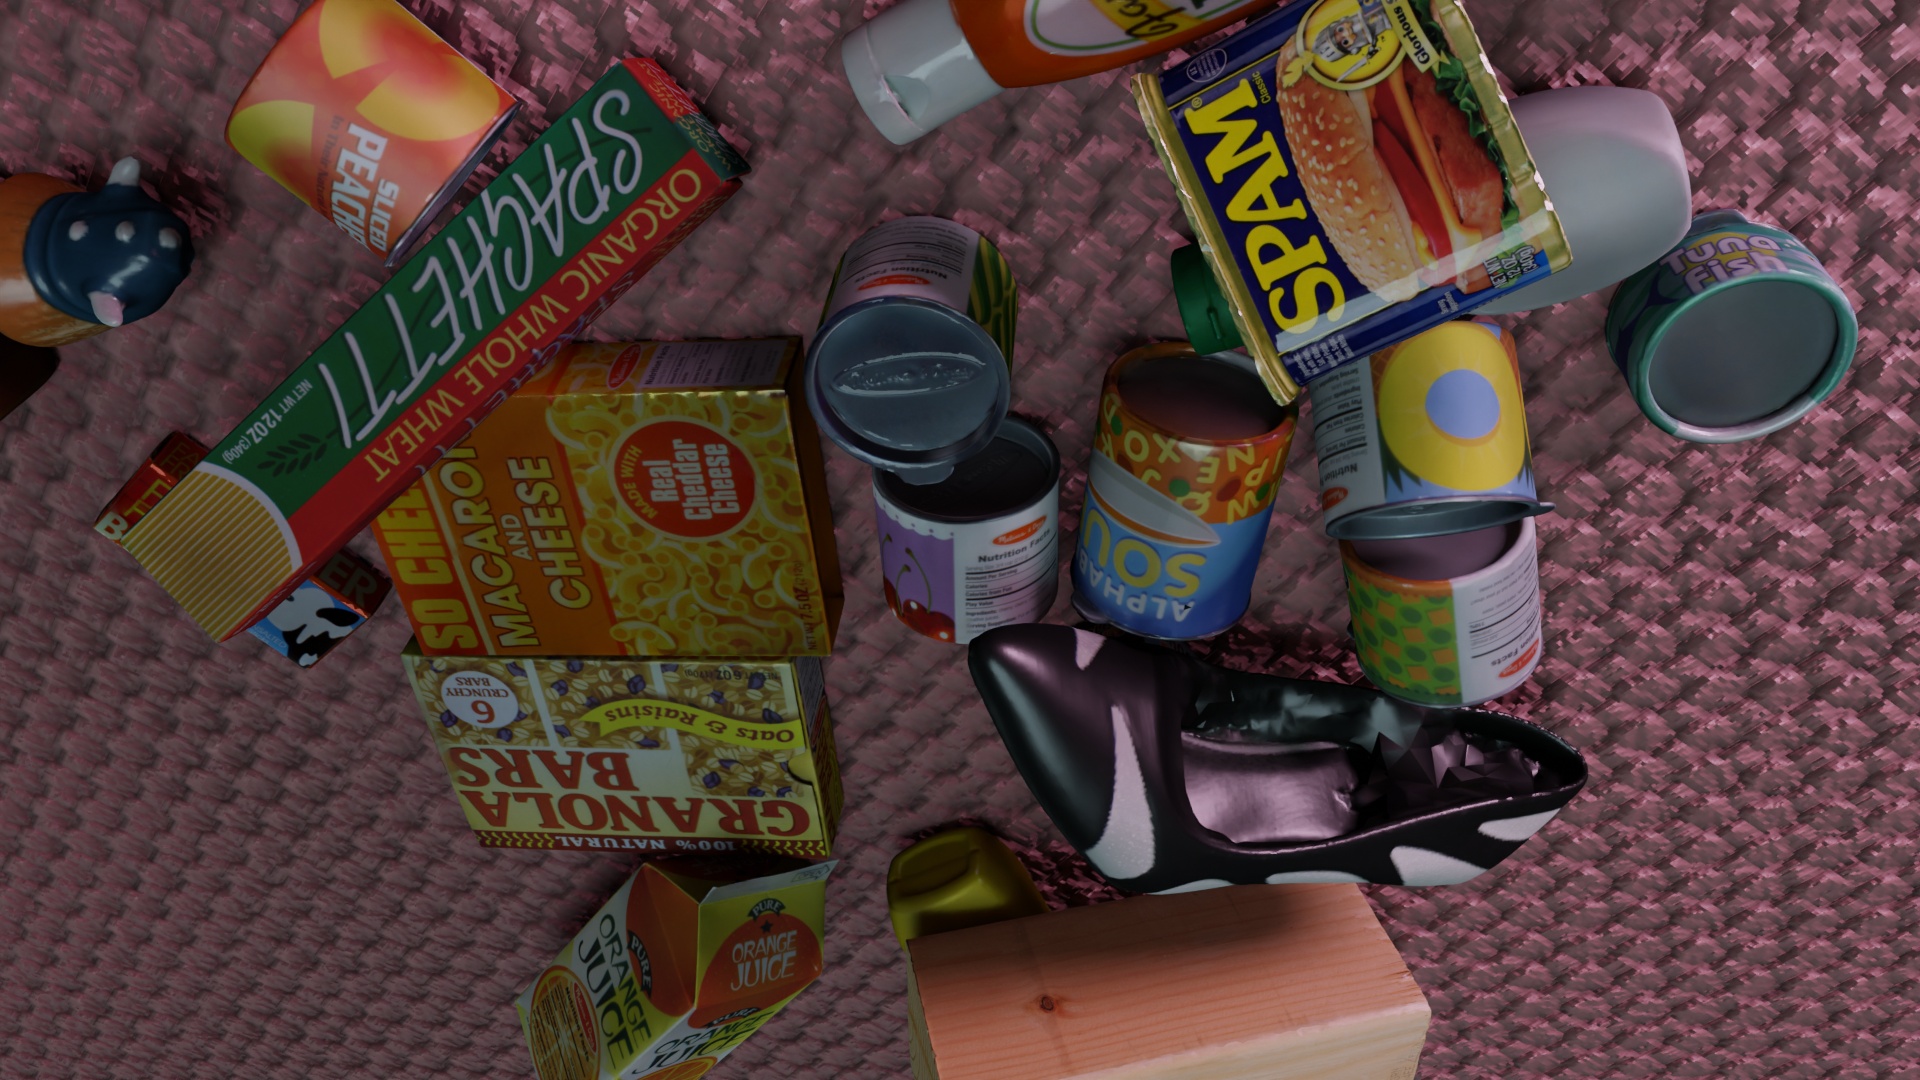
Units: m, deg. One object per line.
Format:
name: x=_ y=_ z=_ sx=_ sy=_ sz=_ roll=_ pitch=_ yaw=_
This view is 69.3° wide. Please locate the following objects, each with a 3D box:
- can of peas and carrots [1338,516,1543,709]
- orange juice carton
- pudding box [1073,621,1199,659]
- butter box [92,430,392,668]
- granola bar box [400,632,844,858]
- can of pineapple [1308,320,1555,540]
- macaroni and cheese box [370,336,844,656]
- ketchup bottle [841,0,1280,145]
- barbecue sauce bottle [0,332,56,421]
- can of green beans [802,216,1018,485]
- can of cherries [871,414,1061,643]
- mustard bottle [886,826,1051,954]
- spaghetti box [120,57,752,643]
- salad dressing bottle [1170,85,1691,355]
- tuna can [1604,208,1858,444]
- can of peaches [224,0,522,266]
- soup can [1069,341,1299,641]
can of peas and carrots: x=0.171 y=0.016 z=0.501 sx=0.071 sy=0.071 sz=0.058 roll=-10 pitch=126 yaw=14
orange juice carton: x=-0.134 y=0.204 z=0.660 sx=0.072 sy=0.073 sz=0.191 roll=2 pitch=141 yaw=-45
pudding box: x=0.078 y=0.067 z=0.572 sx=0.049 sy=0.030 sz=0.083 roll=-31 pitch=119 yaw=25
butter box: x=-0.293 y=0.006 z=0.569 sx=0.053 sy=0.024 sz=0.103 roll=-33 pitch=118 yaw=28
granola bar box: x=-0.142 y=0.084 z=0.605 sx=0.165 sy=0.039 sz=0.123 roll=0 pitch=129 yaw=6
can of pineapple: x=0.150 y=-0.034 z=0.450 sx=0.071 sy=0.058 sz=0.071 roll=-3 pitch=170 yaw=-1
macaroni and cheese box: x=-0.135 y=-0.013 z=0.526 sx=0.166 sy=0.040 sz=0.123 roll=0 pitch=127 yaw=6
ketchup bottle: x=0.037 y=-0.161 z=0.388 sx=0.148 sy=0.044 sz=0.064 roll=-22 pitch=129 yaw=23
barbecue sauce bottle: x=-0.380 y=-0.027 z=0.472 sx=0.065 sy=0.149 sz=0.043 roll=-8 pitch=127 yaw=13
can of green beans: x=-0.015 y=-0.066 z=0.460 sx=0.071 sy=0.058 sz=0.071 roll=3 pitch=128 yaw=4
can of cherries: x=0.002 y=-0.006 z=0.503 sx=0.071 sy=0.072 sz=0.058 roll=1 pitch=129 yaw=5
mustard bottle: x=0.022 y=0.206 z=0.676 sx=0.065 sy=0.049 sz=0.159 roll=-22 pitch=123 yaw=13
spaghetti box: x=-0.177 y=-0.058 z=0.460 sx=0.249 sy=0.029 sz=0.050 roll=-38 pitch=99 yaw=14
salad dressing bottle: x=0.141 y=-0.094 z=0.431 sx=0.147 sy=0.044 sz=0.064 roll=-14 pitch=126 yaw=18
tuna can: x=0.246 y=-0.068 z=0.446 sx=0.071 sy=0.033 sz=0.070 roll=3 pitch=129 yaw=4
can of peaches: x=-0.179 y=-0.126 z=0.422 sx=0.058 sy=0.071 sz=0.071 roll=39 pitch=122 yaw=-21
soup can: x=0.074 y=-0.016 z=0.481 sx=0.071 sy=0.072 sz=0.083 roll=6 pitch=128 yaw=1
